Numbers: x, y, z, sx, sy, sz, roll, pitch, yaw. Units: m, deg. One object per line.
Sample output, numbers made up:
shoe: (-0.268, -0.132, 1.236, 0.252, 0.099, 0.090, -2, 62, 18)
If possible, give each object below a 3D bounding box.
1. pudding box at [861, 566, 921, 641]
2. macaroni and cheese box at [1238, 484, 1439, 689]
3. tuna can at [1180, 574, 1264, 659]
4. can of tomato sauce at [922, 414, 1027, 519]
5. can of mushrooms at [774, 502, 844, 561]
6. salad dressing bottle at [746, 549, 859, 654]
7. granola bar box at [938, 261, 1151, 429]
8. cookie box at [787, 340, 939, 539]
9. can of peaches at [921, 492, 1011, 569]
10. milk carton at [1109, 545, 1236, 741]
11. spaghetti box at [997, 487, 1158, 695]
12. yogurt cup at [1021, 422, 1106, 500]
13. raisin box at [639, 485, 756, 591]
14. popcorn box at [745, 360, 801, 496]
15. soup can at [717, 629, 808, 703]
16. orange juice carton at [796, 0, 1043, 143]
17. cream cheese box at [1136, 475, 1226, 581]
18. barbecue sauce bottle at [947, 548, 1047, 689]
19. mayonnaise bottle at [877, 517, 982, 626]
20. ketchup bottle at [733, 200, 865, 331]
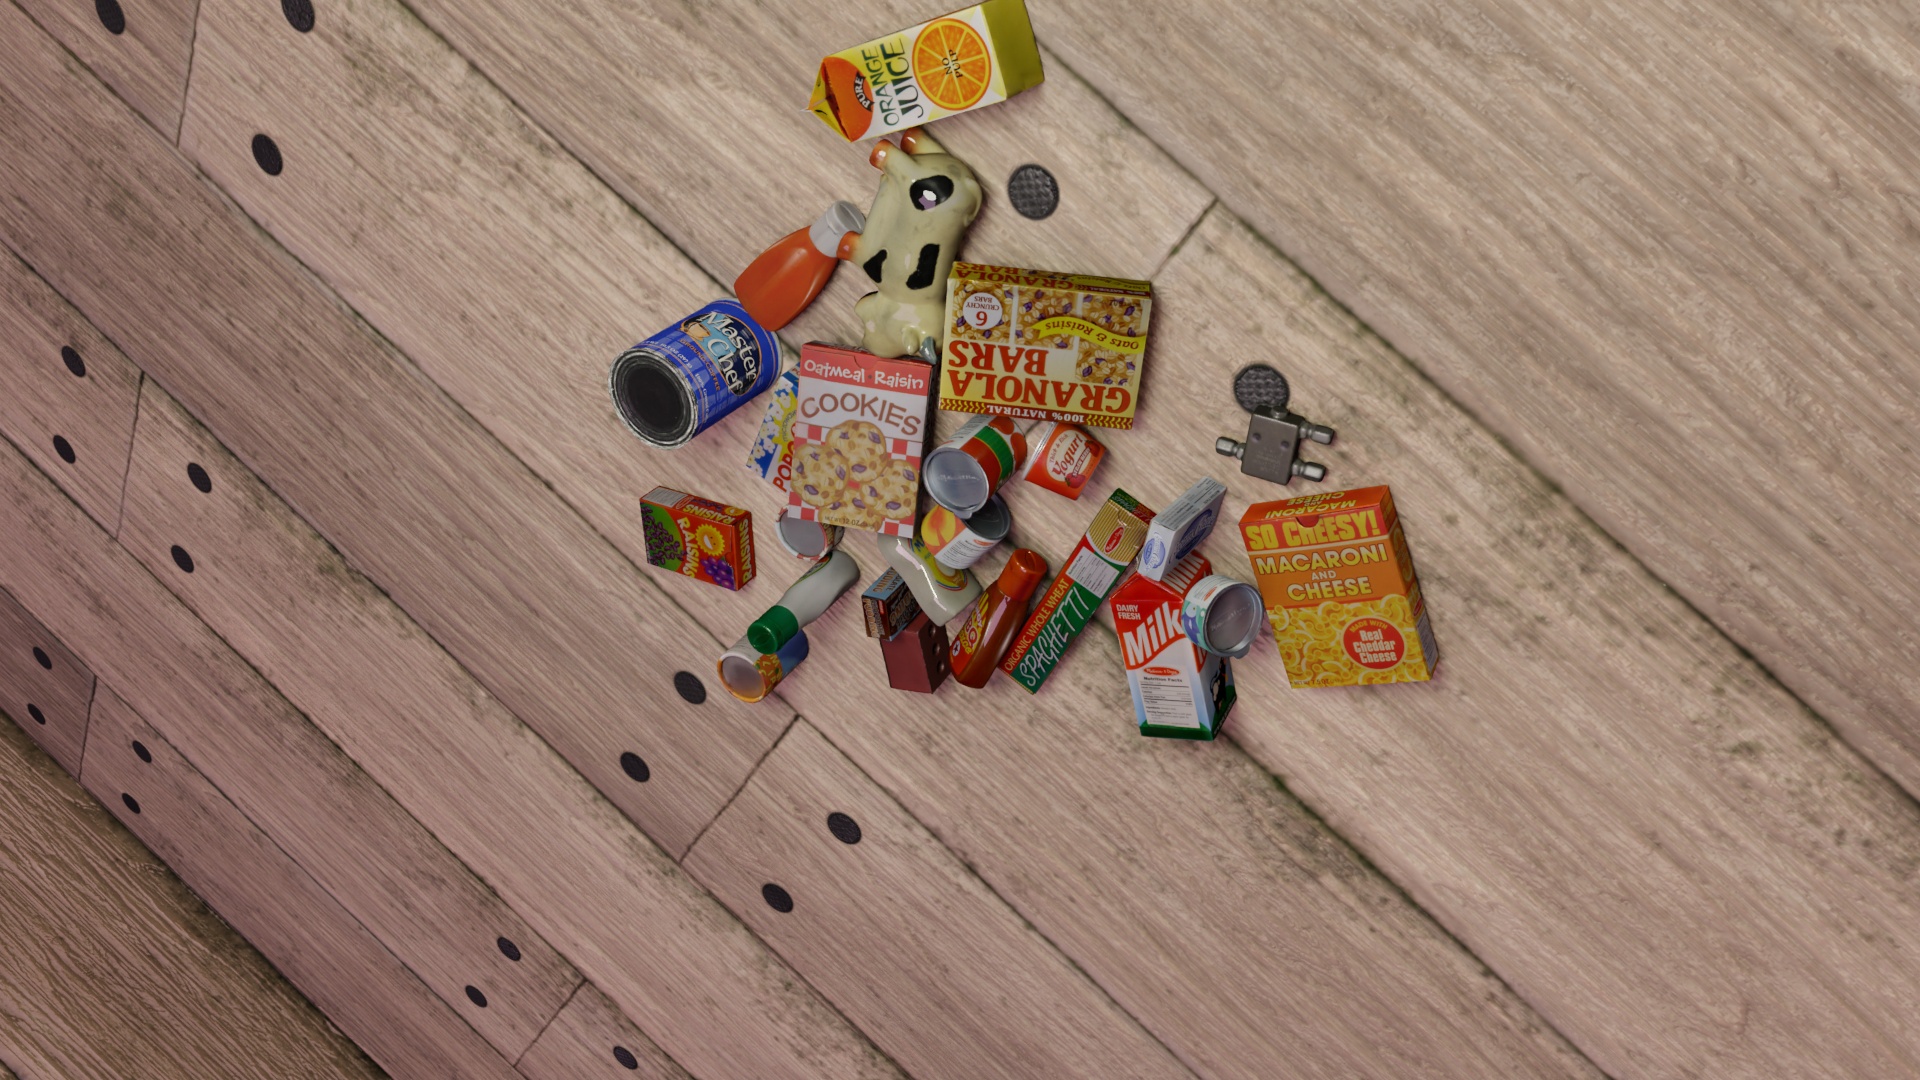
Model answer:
pudding box: (-0.064, 0.058, 1.382, 0.030, 0.084, 0.049, 10, 122, 26)
macaroni and cheese box: (0.319, 0.043, 1.169, 0.123, 0.040, 0.166, -9, 112, 34)
tuna can: (0.224, 0.066, 1.188, 0.033, 0.071, 0.070, 26, 136, 57)
can of tomato sauce: (0.015, -0.070, 1.257, 0.071, 0.083, 0.070, 15, 125, 23)
can of mushrooms: (-0.154, -0.015, 1.427, 0.071, 0.034, 0.070, 15, 124, 24)
salad dressing bottle: (-0.158, 0.062, 1.400, 0.044, 0.148, 0.064, 50, 130, -4)
granola bar box: (0.069, -0.162, 1.161, 0.166, 0.039, 0.123, 7, 124, 3)
cookie box: (-0.091, -0.094, 1.291, 0.123, 0.040, 0.166, 10, 109, 7)
can of peaches: (0.005, -0.016, 1.310, 0.071, 0.071, 0.057, 46, 131, -1)
milk carton: (0.190, 0.081, 1.251, 0.073, 0.073, 0.189, 0, 118, 31)
spaghetti box: (0.107, 0.053, 1.311, 0.050, 0.029, 0.248, 37, 130, 7)
yogurt cup: (0.092, -0.071, 1.224, 0.054, 0.073, 0.072, 30, 129, 2)
raisin box: (-0.285, -0.003, 1.510, 0.123, 0.040, 0.085, 15, 124, 22)
popcorn box: (-0.153, -0.101, 1.370, 0.085, 0.038, 0.126, 36, 130, 8)
soup can: (-0.215, 0.131, 1.518, 0.071, 0.084, 0.071, 15, 125, 23)
orange juice carton: (-0.038, -0.373, 1.114, 0.192, 0.072, 0.072, -5, 114, 33)
cream cheese box: (0.187, -0.011, 1.175, 0.024, 0.104, 0.053, 28, 127, 23)
barbecue sauce bottle: (0.036, 0.073, 1.348, 0.044, 0.065, 0.147, 16, 125, -20)
mayonnaise bottle: (-0.044, 0.010, 1.358, 0.148, 0.065, 0.041, 52, 131, -1)
ketchup bottle: (-0.145, -0.254, 1.269, 0.148, 0.044, 0.064, -33, 98, 40)
